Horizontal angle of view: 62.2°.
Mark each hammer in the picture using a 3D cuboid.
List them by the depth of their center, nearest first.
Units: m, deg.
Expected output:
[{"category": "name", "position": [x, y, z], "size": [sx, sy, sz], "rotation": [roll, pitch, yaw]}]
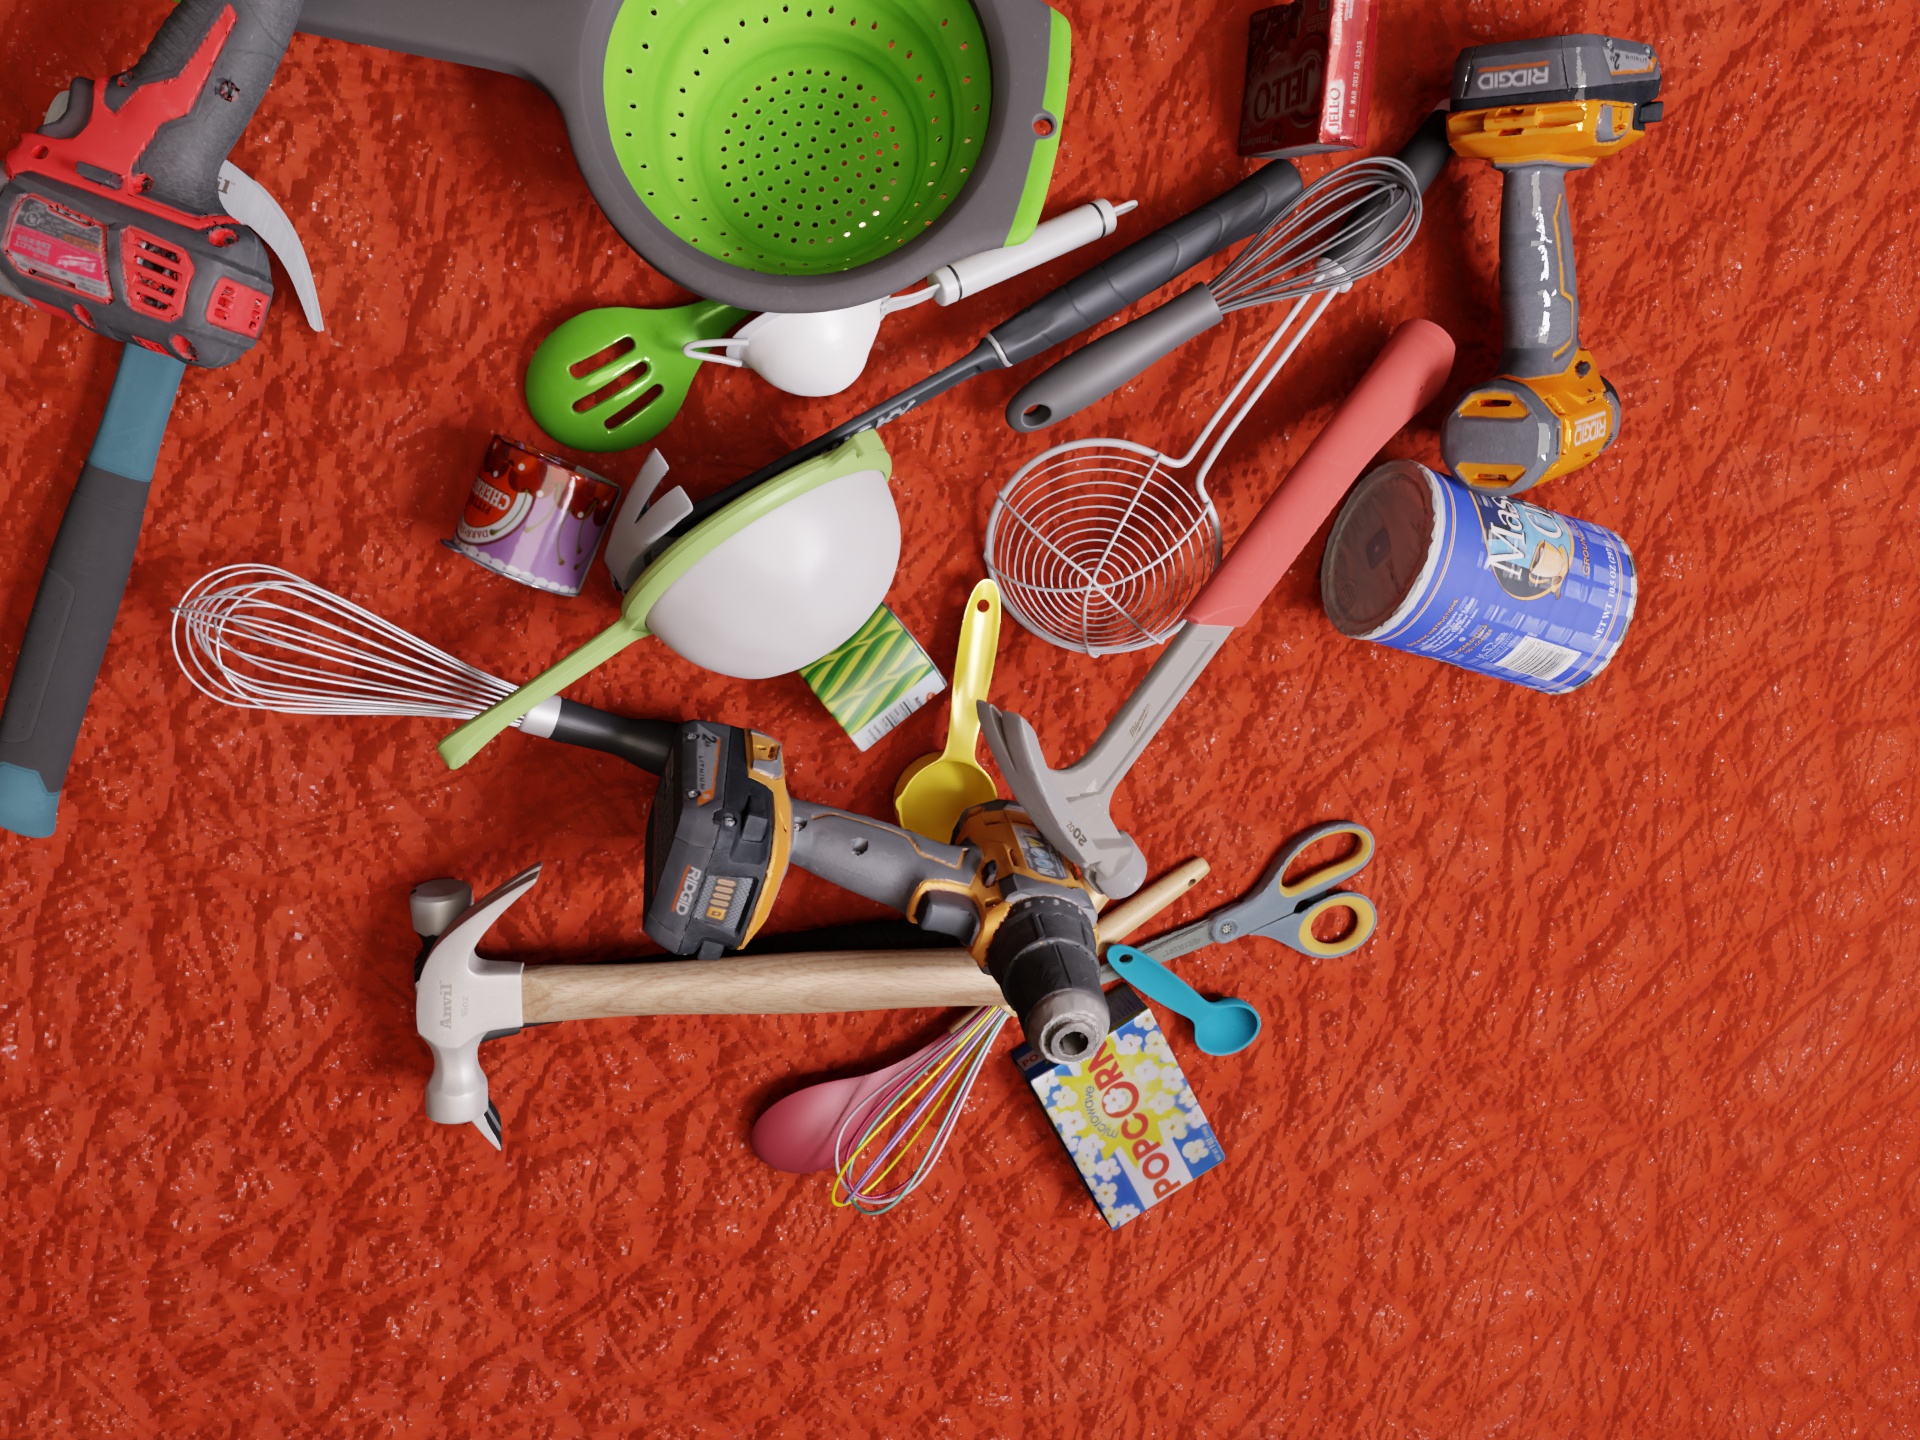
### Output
[{"category": "hammer", "position": [-0.393, -0.103, 0.732], "size": [0.128, 0.033, 0.331], "rotation": [19, 99, -19]}, {"category": "hammer", "position": [0.005, -0.180, 0.792], "size": [0.409, 0.149, 0.036], "rotation": [-32, 87, -13]}, {"category": "hammer", "position": [0.147, -0.084, 0.818], "size": [0.359, 0.037, 0.149], "rotation": [-51, 135, -18]}, {"category": "hammer", "position": [-0.111, 0.136, 0.833], "size": [0.331, 0.031, 0.130], "rotation": [-1, 103, -11]}, {"category": "hammer", "position": [-0.123, 0.142, 0.880], "size": [0.334, 0.035, 0.146], "rotation": [-6, 106, -15]}]

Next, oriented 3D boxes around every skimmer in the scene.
[{"category": "skimmer", "position": [0.155, -0.193, 0.874], "size": [0.127, 0.090, 0.363], "rotation": [40, 81, -14]}]

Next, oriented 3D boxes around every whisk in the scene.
[{"category": "whisk", "position": [-0.242, -0.013, 0.794], "size": [0.284, 0.070, 0.070], "rotation": [18, 99, -26]}, {"category": "whisk", "position": [0.128, -0.212, 0.815], "size": [0.239, 0.055, 0.055], "rotation": [-29, 112, 7]}, {"category": "whisk", "position": [0.009, 0.177, 0.890], "size": [0.047, 0.051, 0.245], "rotation": [40, 88, -31]}]

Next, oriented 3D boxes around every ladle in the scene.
[{"category": "ladle", "position": [0.017, 0.172, 0.934], "size": [0.315, 0.031, 0.069], "rotation": [-33, 131, -8]}]

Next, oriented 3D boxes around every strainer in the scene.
[{"category": "strainer", "position": [-0.125, -0.035, 0.760], "size": [0.256, 0.151, 0.069], "rotation": [-34, 87, -6]}, {"category": "strainer", "position": [-0.014, -0.214, 0.798], "size": [0.258, 0.087, 0.050], "rotation": [-28, 89, -19]}]

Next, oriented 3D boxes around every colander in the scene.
[{"category": "colander", "position": [-0.152, -0.292, 0.730], "size": [0.397, 0.094, 0.204], "rotation": [11, 88, -1]}]

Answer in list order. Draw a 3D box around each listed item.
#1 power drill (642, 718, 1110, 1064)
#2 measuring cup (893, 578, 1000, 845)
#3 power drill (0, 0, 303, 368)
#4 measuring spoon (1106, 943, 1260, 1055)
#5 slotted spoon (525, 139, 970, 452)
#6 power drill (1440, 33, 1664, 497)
[{"category": "power drill", "position": [-0.036, 0.087, 0.781], "size": [0.226, 0.186, 0.084], "rotation": [15, 113, -17]}, {"category": "measuring cup", "position": [-0.001, -0.003, 0.881], "size": [0.062, 0.029, 0.156], "rotation": [7, 100, -18]}, {"category": "power drill", "position": [-0.334, -0.267, 0.646], "size": [0.143, 0.078, 0.219], "rotation": [19, 94, 1]}, {"category": "measuring spoon", "position": [0.131, 0.162, 0.963], "size": [0.128, 0.021, 0.042], "rotation": [37, 109, -27]}, {"category": "slotted spoon", "position": [-0.078, -0.234, 0.794], "size": [0.314, 0.031, 0.070], "rotation": [-36, 118, -6]}, {"category": "power drill", "position": [0.325, -0.245, 0.868], "size": [0.164, 0.084, 0.226], "rotation": [-21, 114, -47]}]
